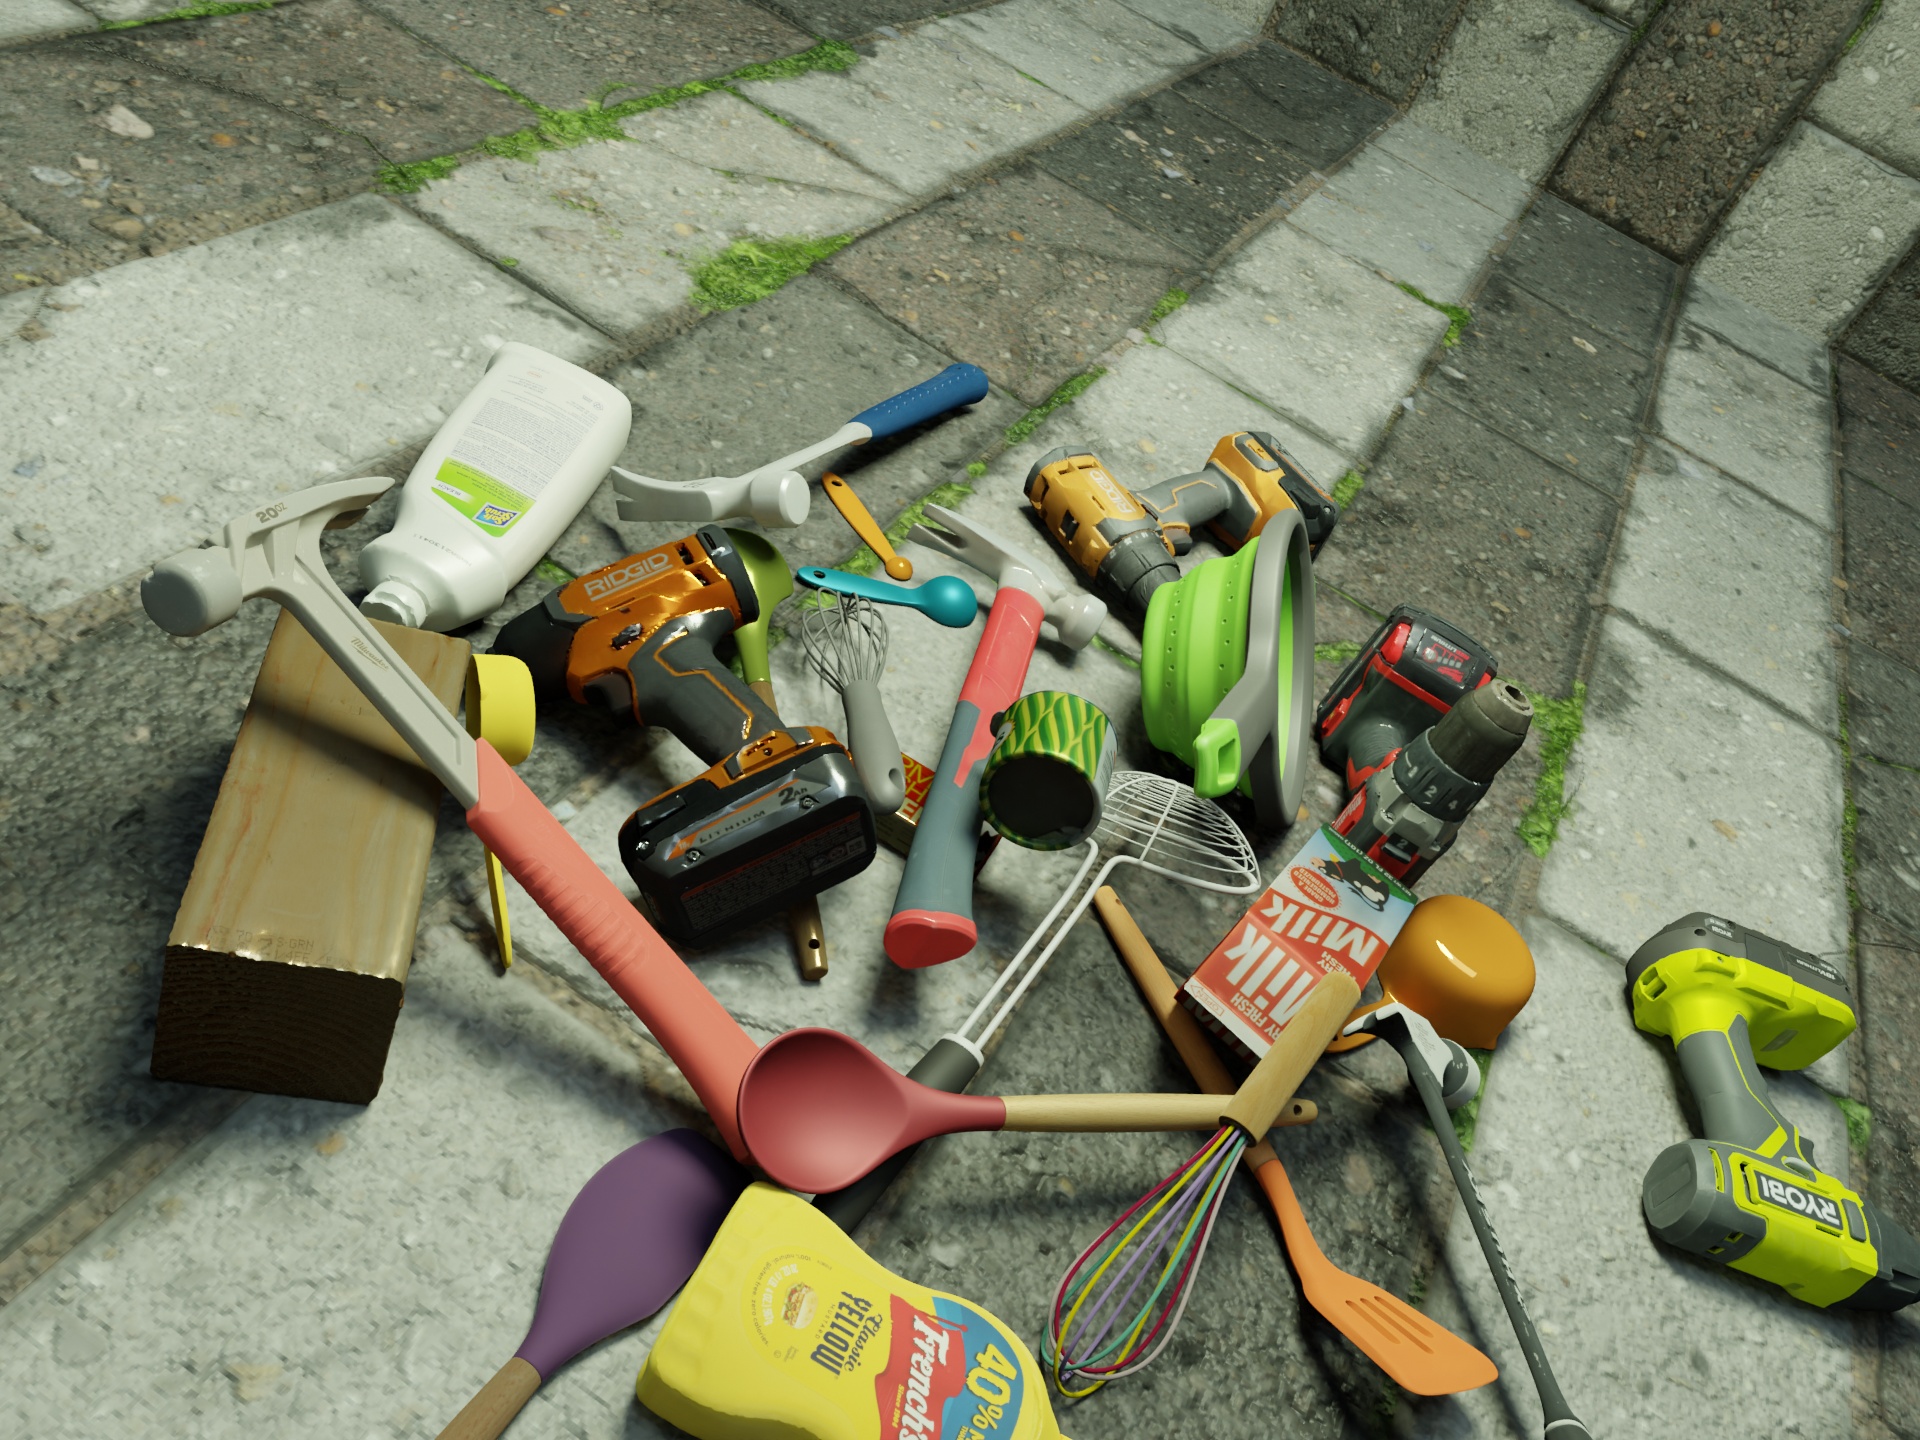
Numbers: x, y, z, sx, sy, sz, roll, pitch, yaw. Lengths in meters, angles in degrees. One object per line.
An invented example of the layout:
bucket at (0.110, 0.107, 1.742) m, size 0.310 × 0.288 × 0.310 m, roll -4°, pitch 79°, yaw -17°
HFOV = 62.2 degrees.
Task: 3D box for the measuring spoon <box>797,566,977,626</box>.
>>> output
measuring spoon at (-0.046, -0.092, 1.063) m, size 0.128 × 0.021 × 0.042 m, roll 10°, pitch 43°, yaw -21°

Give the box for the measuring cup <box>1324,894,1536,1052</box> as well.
measuring cup at (0.273, 0.154, 0.938) m, size 0.173 × 0.052 × 0.095 m, roll -11°, pitch 51°, yaw -41°

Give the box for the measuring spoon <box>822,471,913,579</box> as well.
measuring spoon at (-0.066, -0.140, 1.116) m, size 0.021 × 0.011 × 0.117 m, roll -10°, pitch 51°, yaw -37°

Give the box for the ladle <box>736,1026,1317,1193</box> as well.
ladle at (0.040, 0.180, 0.734) m, size 0.315 × 0.031 × 0.069 m, roll 8°, pitch 72°, yaw -28°

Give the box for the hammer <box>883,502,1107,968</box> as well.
hammer at (-0.001, -0.003, 0.928) m, size 0.143 × 0.038 × 0.387 m, roll 30°, pitch 34°, yaw -8°

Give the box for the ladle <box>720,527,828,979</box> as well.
ladle at (-0.112, 0.010, 0.903) m, size 0.078 × 0.062 × 0.321 m, roll -1°, pitch 52°, yaw -21°

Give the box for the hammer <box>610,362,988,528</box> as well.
hammer at (-0.085, -0.201, 1.121) m, size 0.144 × 0.035 × 0.405 m, roll 4°, pitch 23°, yaw 24°

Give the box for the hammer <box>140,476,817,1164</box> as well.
hammer at (-0.184, 0.050, 0.700) m, size 0.359 × 0.036 × 0.149 m, roll 50°, pitch 24°, yaw -8°

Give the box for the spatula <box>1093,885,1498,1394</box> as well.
spatula at (0.152, 0.205, 0.822) m, size 0.081 × 0.041 × 0.323 m, roll 14°, pitch 35°, yaw -43°

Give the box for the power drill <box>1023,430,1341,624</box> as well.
power drill at (0.182, -0.139, 1.207) m, size 0.226 × 0.084 × 0.186 m, roll -11°, pitch 52°, yaw -33°

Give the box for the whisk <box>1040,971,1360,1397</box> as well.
whisk at (0.116, 0.209, 0.738) m, size 0.047 × 0.051 × 0.245 m, roll 49°, pitch 62°, yaw -8°

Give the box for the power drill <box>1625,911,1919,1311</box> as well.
power drill at (0.488, 0.237, 0.954) m, size 0.171 × 0.080 × 0.223 m, roll 21°, pitch 42°, yaw -5°

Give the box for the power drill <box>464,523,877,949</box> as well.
power drill at (-0.156, 0.004, 0.829) m, size 0.164 × 0.084 × 0.227 m, roll -25°, pitch 54°, yaw -14°

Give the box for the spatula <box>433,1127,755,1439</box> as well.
spatula at (-0.179, 0.258, 0.587) m, size 0.060 × 0.018 × 0.316 m, roll 34°, pitch 37°, yaw 8°

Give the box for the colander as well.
colander at (0.146, -0.018, 0.954) m, size 0.094 × 0.204 × 0.397 m, roll 2°, pitch 12°, yaw 18°

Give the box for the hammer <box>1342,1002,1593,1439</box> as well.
hammer at (0.274, 0.313, 0.736) m, size 0.149 × 0.036 × 0.409 m, roll 41°, pitch 27°, yaw -45°

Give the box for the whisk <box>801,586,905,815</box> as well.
whisk at (-0.058, -0.015, 0.909) m, size 0.055 × 0.055 × 0.239 m, roll 12°, pitch 26°, yaw -17°

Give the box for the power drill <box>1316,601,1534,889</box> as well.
power drill at (0.292, 0.011, 1.012) m, size 0.080 × 0.187 × 0.227 m, roll 31°, pitch 34°, yaw -2°

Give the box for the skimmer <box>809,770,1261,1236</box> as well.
skimmer at (0.036, 0.144, 0.816) m, size 0.127 × 0.090 × 0.363 m, roll 22°, pitch 48°, yaw 25°

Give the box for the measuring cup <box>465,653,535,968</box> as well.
measuring cup at (-0.217, 0.042, 0.769) m, size 0.029 × 0.062 × 0.157 m, roll -4°, pitch 71°, yaw -25°
